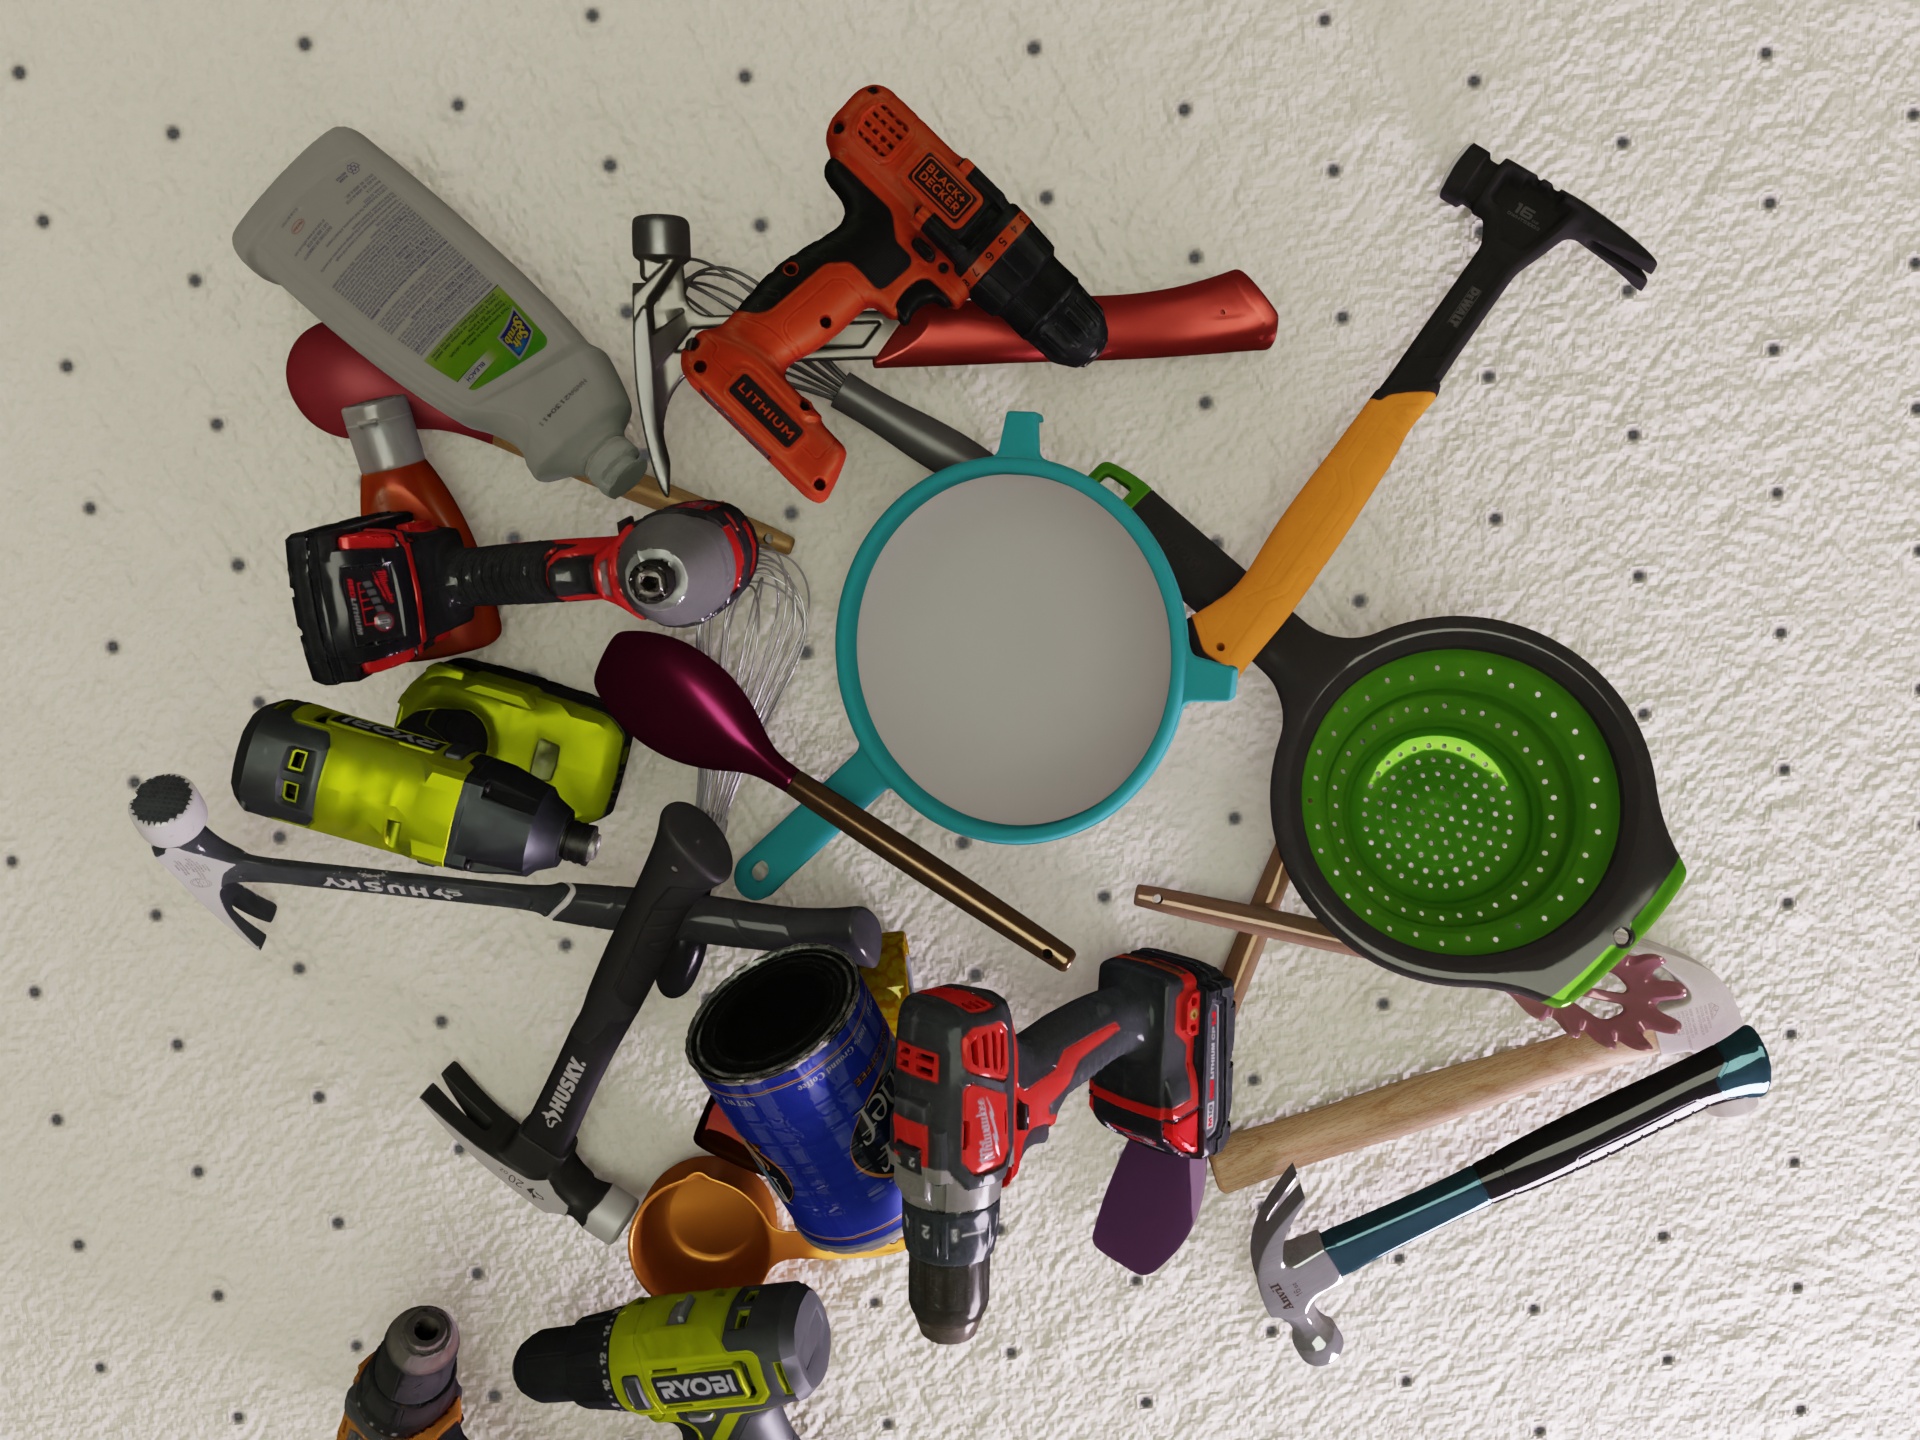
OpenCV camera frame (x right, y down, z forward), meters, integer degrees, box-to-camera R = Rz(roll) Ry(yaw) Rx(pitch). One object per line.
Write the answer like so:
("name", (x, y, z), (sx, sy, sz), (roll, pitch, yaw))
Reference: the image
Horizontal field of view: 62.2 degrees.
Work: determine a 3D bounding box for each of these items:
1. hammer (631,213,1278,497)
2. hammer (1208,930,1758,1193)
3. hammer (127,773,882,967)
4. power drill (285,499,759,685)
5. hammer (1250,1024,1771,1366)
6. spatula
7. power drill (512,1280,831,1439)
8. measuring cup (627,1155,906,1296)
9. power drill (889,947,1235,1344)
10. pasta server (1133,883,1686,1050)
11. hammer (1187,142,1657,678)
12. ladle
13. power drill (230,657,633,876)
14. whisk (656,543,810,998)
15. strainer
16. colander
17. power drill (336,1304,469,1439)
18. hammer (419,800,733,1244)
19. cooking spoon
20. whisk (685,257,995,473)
("hammer", (0.001, -0.206, 0.886), (0.359, 0.037, 0.149), (-4, 99, -9))
("hammer", (0.311, 0.222, 0.975), (0.331, 0.031, 0.130), (-18, 97, 3))
("hammer", (-0.248, 0.105, 0.912), (0.409, 0.149, 0.036), (7, 55, 0))
("power drill", (-0.223, -0.074, 0.828), (0.219, 0.143, 0.078), (-5, 103, 4))
("hammer", (0.326, 0.273, 0.952), (0.331, 0.033, 0.128), (-29, 110, 10))
("spatula", (0.157, 0.193, 0.974), (0.060, 0.018, 0.316), (23, 96, 30))
("power drill", (-0.150, 0.441, 0.955), (0.190, 0.080, 0.228), (-12, 110, 15))
("measuring cup", (-0.114, 0.312, 0.980), (0.173, 0.052, 0.095), (-2, 98, -1))
("power drill", (0.053, 0.227, 0.886), (0.226, 0.080, 0.188), (-6, 100, -43))
("pasta server", (0.259, 0.135, 0.935), (0.316, 0.040, 0.060), (12, 82, 4))
("hammer", (0.240, -0.157, 0.884), (0.127, 0.034, 0.337), (36, 87, 12))
("ladle", (-0.247, -0.158, 0.932), (0.315, 0.031, 0.069), (21, 98, -4))
("power drill", (-0.259, 0.028, 0.855), (0.171, 0.223, 0.080), (16, 98, -2))
("whisk", (-0.143, 0.035, 0.942), (0.070, 0.070, 0.284), (14, 102, -1))
("strainer", (-0.001, -0.003, 0.925), (0.340, 0.095, 0.211), (-42, 77, 26))
("colander", (0.221, -0.005, 0.926), (0.397, 0.094, 0.204), (43, 88, 13))
("power drill", (-0.271, 0.452, 0.928), (0.226, 0.084, 0.185), (38, 129, 15))
("hammer", (-0.205, 0.165, 0.892), (0.146, 0.035, 0.334), (33, 126, 3))
("cooking spoon", (-0.072, 0.048, 0.890), (0.319, 0.017, 0.068), (32, 109, 7))
("whisk", (-0.066, -0.192, 0.916), (0.239, 0.055, 0.055), (30, 97, -8))
